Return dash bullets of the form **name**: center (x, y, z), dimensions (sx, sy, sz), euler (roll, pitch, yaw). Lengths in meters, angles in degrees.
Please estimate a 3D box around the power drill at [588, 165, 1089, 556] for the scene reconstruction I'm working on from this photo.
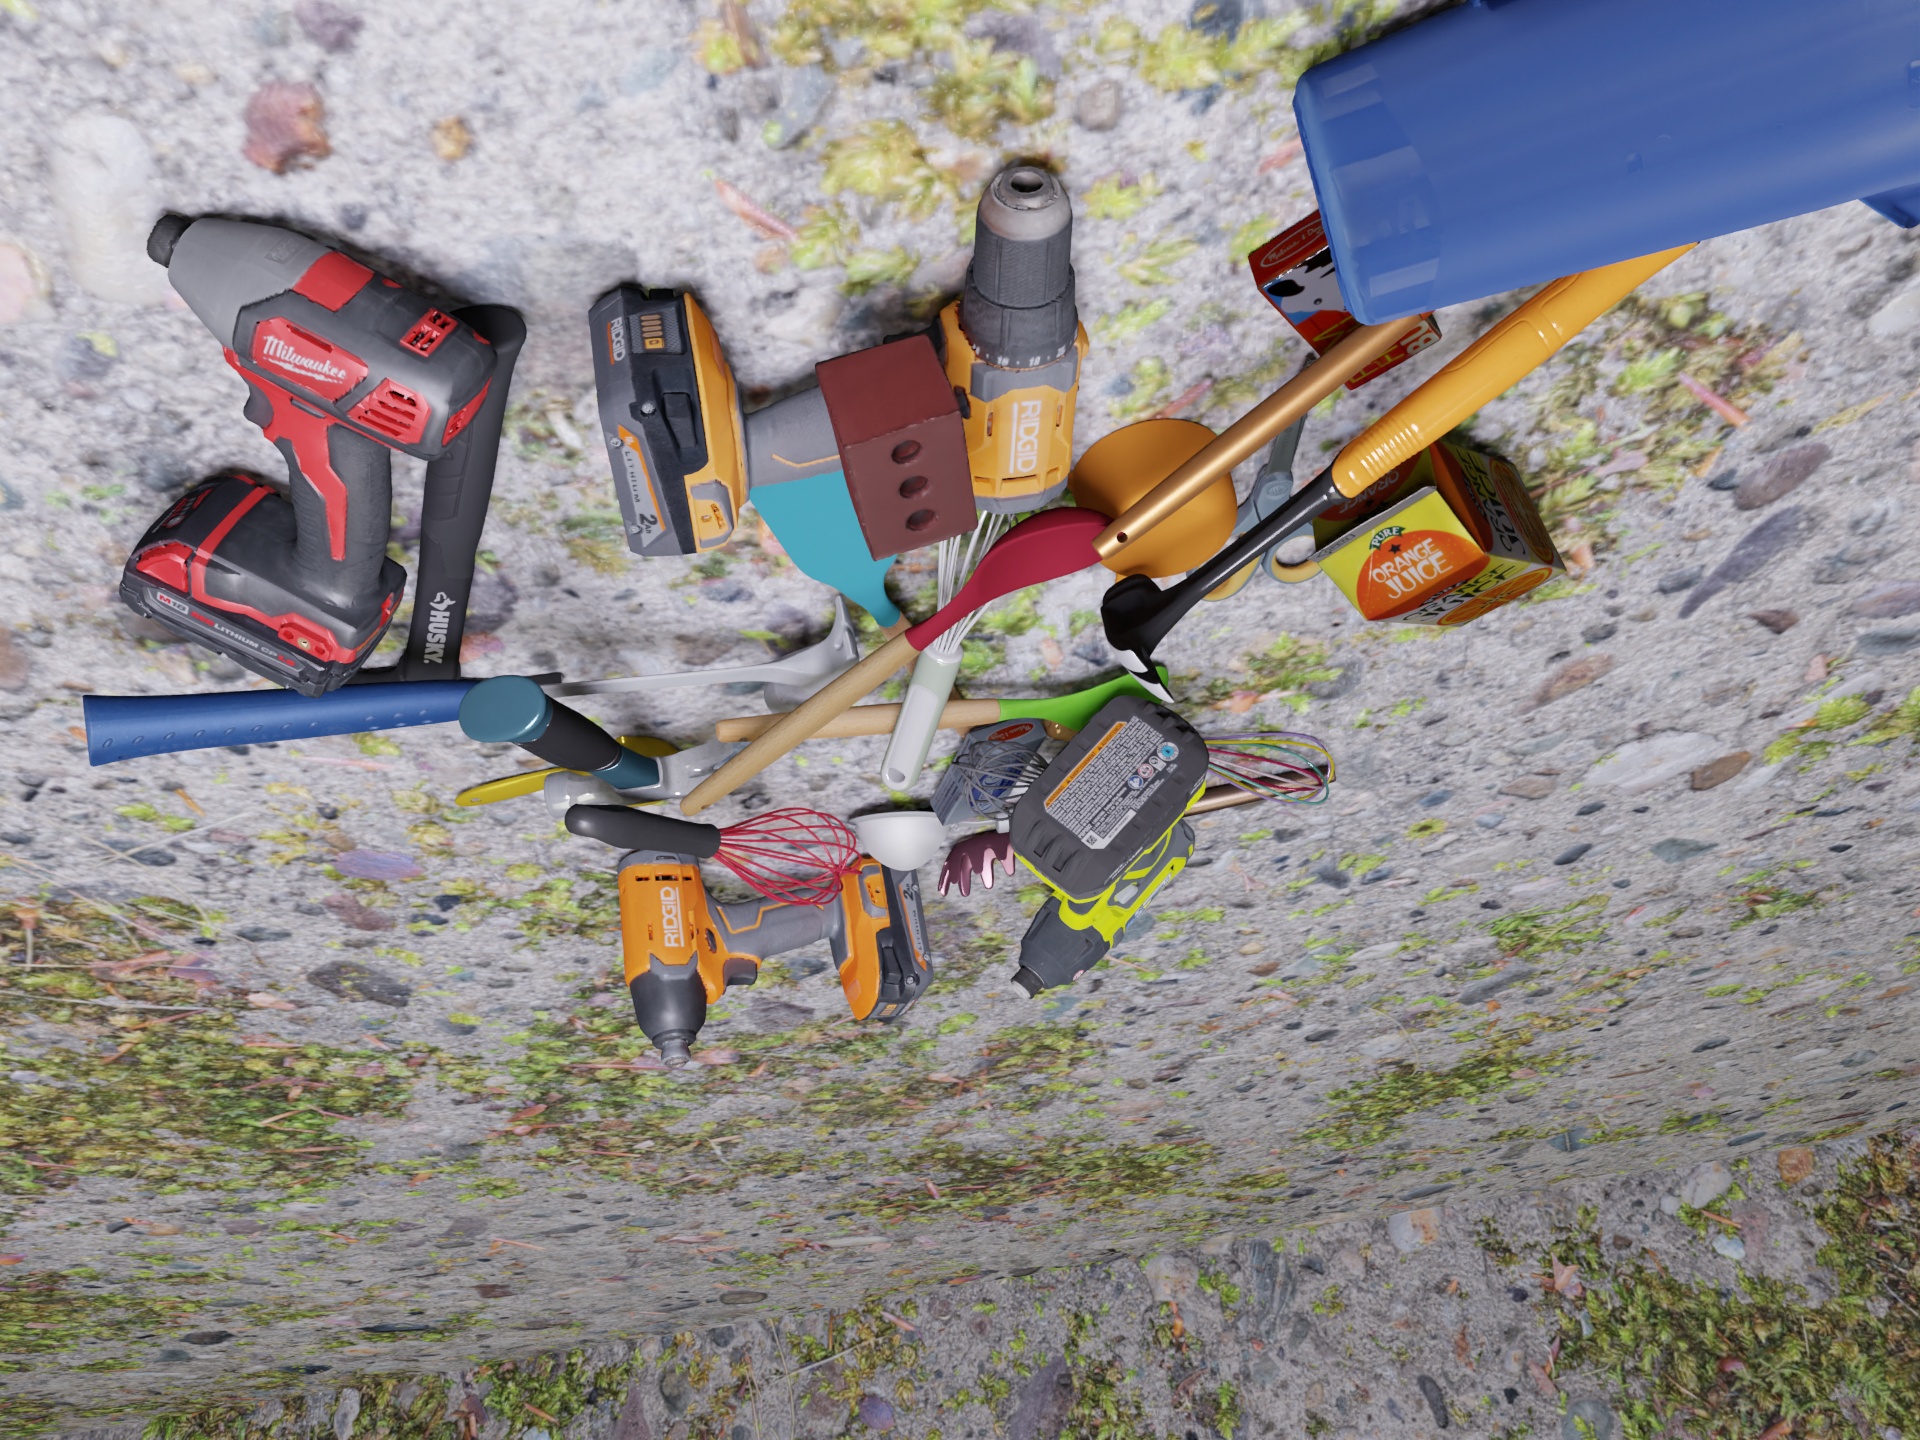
- **power drill**: center (-0.052, -0.163, 0.733), dimensions (0.226, 0.084, 0.185), euler (-9, 147, -8)

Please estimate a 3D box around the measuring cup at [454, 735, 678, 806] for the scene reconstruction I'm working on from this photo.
- **measuring cup**: center (-0.266, 0.048, 1.073), dimensions (0.156, 0.029, 0.062), euler (-13, 149, 3)

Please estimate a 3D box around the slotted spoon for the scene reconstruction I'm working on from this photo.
- **slotted spoon**: center (-0.002, -0.003, 1.009), dimensions (0.313, 0.031, 0.070), euler (-4, 151, -24)

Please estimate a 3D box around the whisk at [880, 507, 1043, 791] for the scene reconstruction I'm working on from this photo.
- **whisk**: center (-0.008, -0.047, 0.915), dimensions (0.058, 0.059, 0.246), euler (27, 130, 7)

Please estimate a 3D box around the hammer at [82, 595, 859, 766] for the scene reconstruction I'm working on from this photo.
- **hammer**: center (-0.245, -0.016, 0.862), dimensions (0.405, 0.035, 0.144), euler (-6, 166, -27)

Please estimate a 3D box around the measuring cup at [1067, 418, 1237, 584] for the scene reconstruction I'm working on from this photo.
- **measuring cup**: center (0.107, -0.094, 0.907), dimensions (0.095, 0.052, 0.173), euler (-6, 147, -4)

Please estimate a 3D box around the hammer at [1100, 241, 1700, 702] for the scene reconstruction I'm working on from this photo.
- **hammer**: center (0.209, -0.134, 0.771), dimensions (0.337, 0.127, 0.034), euler (-38, 105, 13)

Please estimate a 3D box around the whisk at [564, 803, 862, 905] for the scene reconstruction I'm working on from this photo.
- **whisk**: center (-0.156, 0.082, 1.061), dimensions (0.073, 0.073, 0.295), euler (-24, 159, 24)

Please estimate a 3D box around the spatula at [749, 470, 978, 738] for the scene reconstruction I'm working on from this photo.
- **spatula**: center (-0.036, -0.061, 0.960), dimensions (0.082, 0.044, 0.317), euler (-15, 153, 10)

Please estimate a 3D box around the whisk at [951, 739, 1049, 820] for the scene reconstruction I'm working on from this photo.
- **whisk**: center (0.067, 0.043, 1.092), dimensions (0.055, 0.055, 0.238), euler (-26, 163, 27)

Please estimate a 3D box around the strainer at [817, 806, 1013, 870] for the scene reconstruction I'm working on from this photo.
- **strainer**: center (0.024, 0.077, 1.191), dimensions (0.258, 0.050, 0.087), euler (-8, 165, -7)

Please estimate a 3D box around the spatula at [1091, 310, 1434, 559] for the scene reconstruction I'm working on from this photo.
- **spatula**: center (0.192, -0.175, 0.740), dimensions (0.322, 0.041, 0.081), euler (-37, 109, 13)

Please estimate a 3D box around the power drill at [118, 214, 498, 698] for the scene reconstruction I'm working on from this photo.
- **power drill**: center (-0.306, -0.121, 0.721), dimensions (0.143, 0.079, 0.219), euler (29, 134, -11)

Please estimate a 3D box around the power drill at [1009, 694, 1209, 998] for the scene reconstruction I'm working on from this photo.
- **power drill**: center (0.094, 0.094, 1.069), dimensions (0.171, 0.080, 0.223), euler (-46, 159, -19)

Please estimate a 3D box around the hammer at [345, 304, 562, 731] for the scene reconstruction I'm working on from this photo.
- **hammer**: center (-0.264, -0.090, 0.840), dimensions (0.146, 0.035, 0.334), euler (5, 147, -21)

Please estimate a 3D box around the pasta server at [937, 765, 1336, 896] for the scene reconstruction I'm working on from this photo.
- **pasta server**: center (0.134, 0.082, 1.227), dimensions (0.316, 0.040, 0.060), euler (-13, 161, 5)

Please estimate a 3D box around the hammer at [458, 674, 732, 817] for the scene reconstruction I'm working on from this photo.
- **hammer**: center (-0.205, 0.018, 0.877), dimensions (0.128, 0.033, 0.331), euler (-9, 172, 0)

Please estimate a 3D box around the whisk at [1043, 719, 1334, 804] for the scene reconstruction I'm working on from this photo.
- **whisk**: center (0.168, 0.026, 1.138), dimensions (0.244, 0.051, 0.047), euler (11, 150, -25)

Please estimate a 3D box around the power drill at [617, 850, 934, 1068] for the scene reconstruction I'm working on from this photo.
- **power drill**: center (-0.141, 0.179, 1.198), dimensions (0.226, 0.164, 0.084), euler (3, 147, -22)

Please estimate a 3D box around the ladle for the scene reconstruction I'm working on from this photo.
- **ladle**: center (-0.044, -0.029, 0.872), dimensions (0.315, 0.031, 0.069), euler (-34, 154, 24)
